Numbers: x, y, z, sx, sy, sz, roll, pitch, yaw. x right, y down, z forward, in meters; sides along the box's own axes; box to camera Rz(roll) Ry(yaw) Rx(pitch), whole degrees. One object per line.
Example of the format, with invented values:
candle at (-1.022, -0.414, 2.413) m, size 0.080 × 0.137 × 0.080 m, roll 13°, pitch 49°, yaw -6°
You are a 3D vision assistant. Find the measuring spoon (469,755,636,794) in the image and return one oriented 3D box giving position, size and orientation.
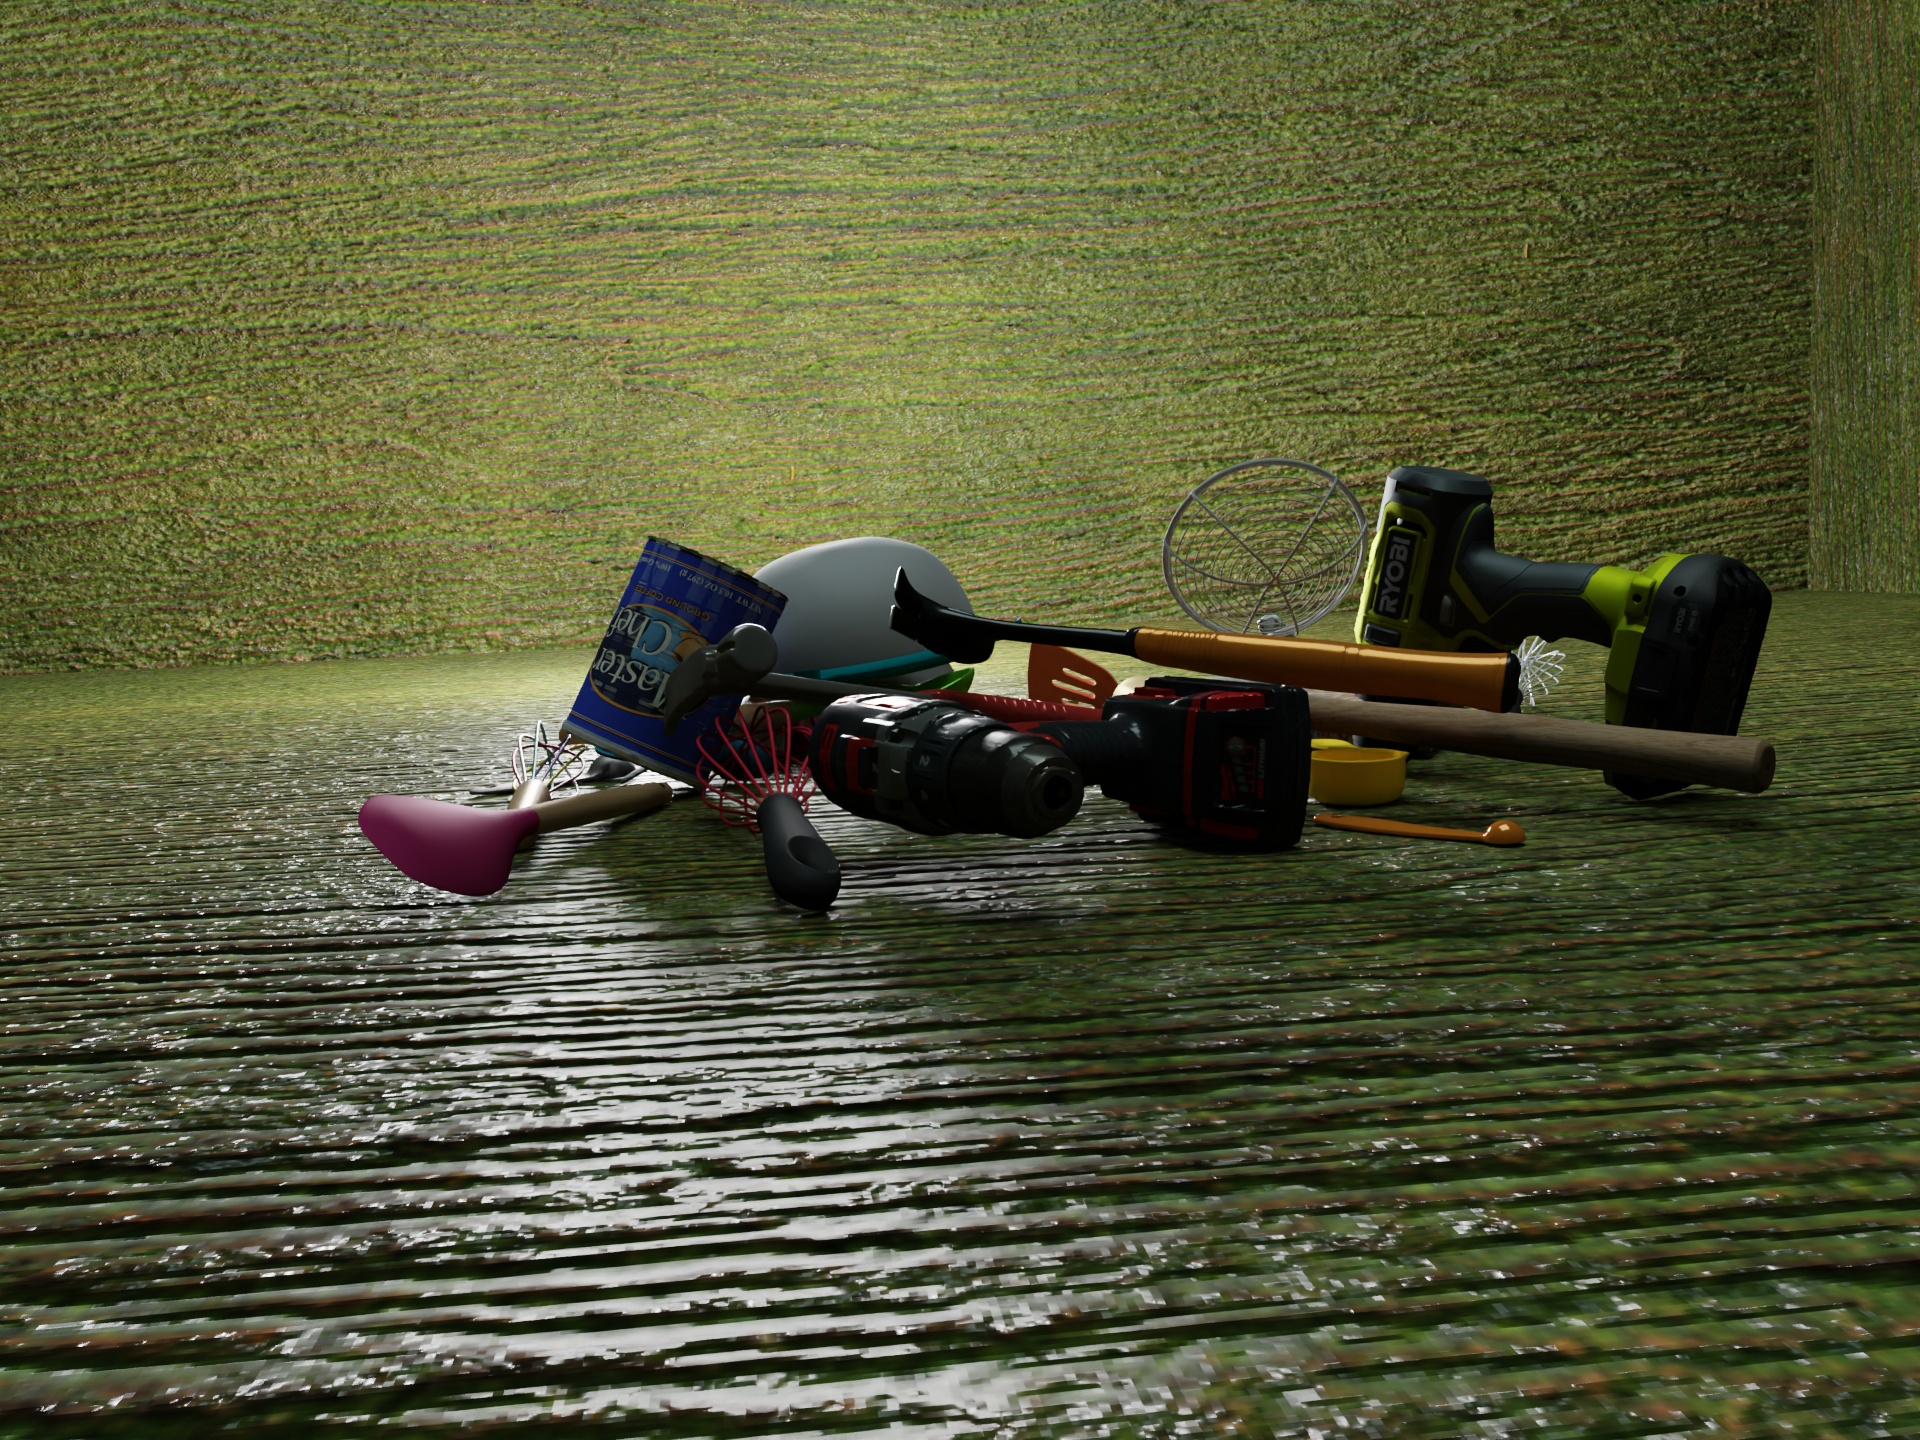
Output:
measuring spoon at (-0.285, 0.037, 1.114) m, size 0.124 × 0.018 × 0.034 m, roll -9°, pitch 9°, yaw -40°

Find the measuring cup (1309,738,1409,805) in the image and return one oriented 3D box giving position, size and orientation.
measuring cup at (0.228, 0.029, 0.959) m, size 0.062 × 0.029 × 0.156 m, roll -2°, pitch 4°, yaw 3°

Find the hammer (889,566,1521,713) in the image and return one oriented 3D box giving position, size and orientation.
hammer at (0.129, -0.040, 0.870) m, size 0.337 × 0.034 × 0.127 m, roll 7°, pitch -6°, yaw 20°

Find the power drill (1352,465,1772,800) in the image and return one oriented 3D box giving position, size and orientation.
power drill at (0.334, -0.037, 0.939) m, size 0.080 × 0.190 × 0.229 m, roll -7°, pitch 22°, yaw -40°

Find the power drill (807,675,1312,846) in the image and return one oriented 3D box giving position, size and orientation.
power drill at (0.061, 0.021, 0.751) m, size 0.226 × 0.080 × 0.188 m, roll 0°, pitch 4°, yaw -30°

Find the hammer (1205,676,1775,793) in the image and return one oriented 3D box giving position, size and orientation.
hammer at (0.269, 0.005, 0.885) m, size 0.331 × 0.031 × 0.130 m, roll 8°, pitch 11°, yaw 40°

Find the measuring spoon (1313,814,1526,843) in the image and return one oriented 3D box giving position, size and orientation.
measuring spoon at (0.230, 0.052, 0.805) m, size 0.021 × 0.011 × 0.117 m, roll -8°, pitch 8°, yaw -44°

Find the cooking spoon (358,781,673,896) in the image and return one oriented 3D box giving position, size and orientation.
cooking spoon at (-0.220, 0.051, 0.852) m, size 0.069 × 0.017 × 0.319 m, roll 43°, pitch 9°, yaw 7°

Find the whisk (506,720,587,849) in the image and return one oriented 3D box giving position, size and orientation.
whisk at (-0.257, 0.040, 0.974) m, size 0.047 × 0.051 × 0.245 m, roll 2°, pitch 8°, yaw -11°

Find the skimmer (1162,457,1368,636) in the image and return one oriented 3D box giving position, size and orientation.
skimmer at (0.204, -0.073, 1.113) m, size 0.127 × 0.090 × 0.363 m, roll -6°, pitch -14°, yaw 5°

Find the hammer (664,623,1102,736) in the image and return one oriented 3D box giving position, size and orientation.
hammer at (-0.002, -0.003, 1.006) m, size 0.359 × 0.037 × 0.149 m, roll 7°, pitch -17°, yaw -25°

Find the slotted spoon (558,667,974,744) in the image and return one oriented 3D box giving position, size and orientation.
slotted spoon at (-0.140, -0.004, 1.127) m, size 0.314 × 0.031 × 0.070 m, roll -6°, pitch 13°, yaw 14°

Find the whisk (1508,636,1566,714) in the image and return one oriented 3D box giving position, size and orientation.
whisk at (0.438, -0.027, 1.264) m, size 0.070 × 0.070 × 0.284 m, roll 0°, pitch 11°, yaw 24°

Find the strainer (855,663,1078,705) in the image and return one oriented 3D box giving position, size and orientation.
strainer at (-0.015, -0.039, 1.377) m, size 0.256 × 0.069 × 0.151 m, roll 2°, pitch -9°, yaw -21°

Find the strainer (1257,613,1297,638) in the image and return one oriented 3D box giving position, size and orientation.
strainer at (0.282, -0.047, 1.323) m, size 0.087 × 0.050 × 0.258 m, roll -9°, pitch -16°, yaw 23°

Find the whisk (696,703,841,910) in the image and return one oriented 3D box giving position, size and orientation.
whisk at (-0.095, 0.044, 0.813) m, size 0.073 × 0.073 × 0.296 m, roll -4°, pitch 13°, yaw -12°

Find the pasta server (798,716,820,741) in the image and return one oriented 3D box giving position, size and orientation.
pasta server at (-0.066, 0.022, 1.084) m, size 0.060 × 0.040 × 0.316 m, roll -13°, pitch 9°, yaw -10°

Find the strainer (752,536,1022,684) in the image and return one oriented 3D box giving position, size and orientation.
strainer at (-0.122, -0.092, 1.242) m, size 0.211 × 0.095 × 0.340 m, roll -16°, pitch 13°, yaw -32°

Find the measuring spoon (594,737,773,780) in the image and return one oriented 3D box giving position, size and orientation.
measuring spoon at (-0.195, 0.019, 1.112) m, size 0.128 × 0.021 × 0.042 m, roll 6°, pitch 30°, yaw 7°

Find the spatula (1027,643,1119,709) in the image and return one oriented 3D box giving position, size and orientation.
spatula at (0.215, -0.020, 1.319) m, size 0.322 × 0.081 × 0.041 m, roll 3°, pitch 35°, yaw 5°
